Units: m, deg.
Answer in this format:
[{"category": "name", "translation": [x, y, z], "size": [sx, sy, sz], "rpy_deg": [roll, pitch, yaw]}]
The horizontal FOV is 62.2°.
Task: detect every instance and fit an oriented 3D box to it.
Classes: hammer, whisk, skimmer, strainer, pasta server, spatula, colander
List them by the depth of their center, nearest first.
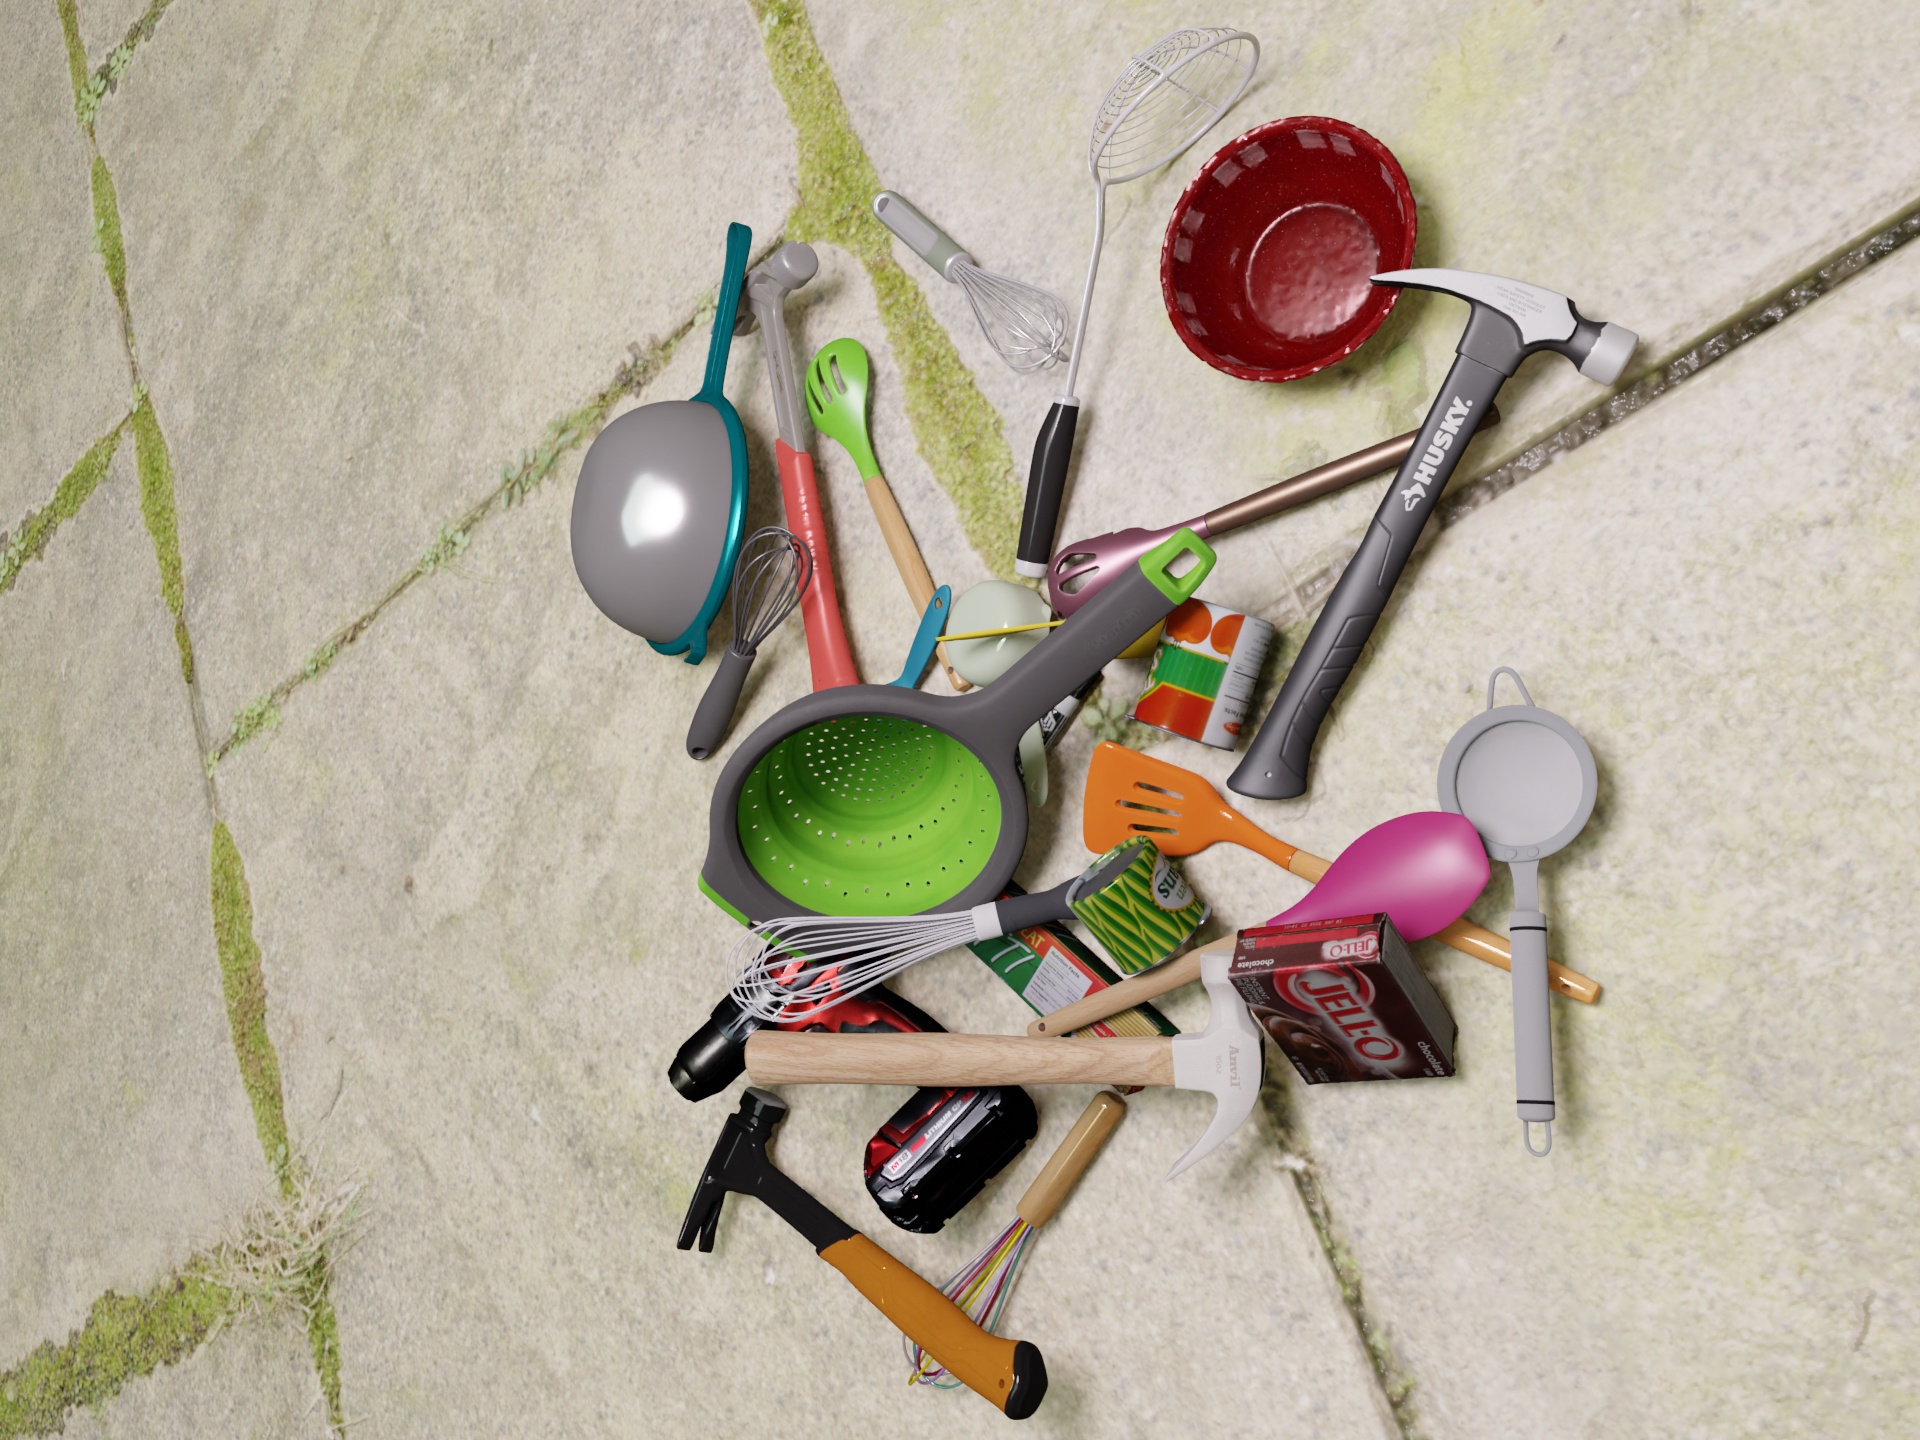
[{"category": "strainer", "translation": [0.304, 0.101, 0.855], "size": [0.087, 0.050, 0.258], "rpy_deg": [-8, 73, 37]}, {"category": "hammer", "translation": [0.242, -0.100, 0.929], "size": [0.146, 0.035, 0.334], "rpy_deg": [28, 106, 10]}, {"category": "spatula", "translation": [0.214, 0.096, 0.938], "size": [0.323, 0.041, 0.081], "rpy_deg": [24, 121, 35]}, {"category": "hammer", "translation": [0.020, 0.209, 0.969], "size": [0.331, 0.031, 0.130], "rpy_deg": [-5, 89, 21]}, {"category": "pasta server", "translation": [0.185, -0.132, 1.003], "size": [0.316, 0.040, 0.060], "rpy_deg": [-20, 72, 29]}, {"category": "colander", "translation": [-0.002, -0.003, 1.022], "size": [0.397, 0.204, 0.095], "rpy_deg": [-40, 27, 21]}, {"category": "whisk", "translation": [-0.013, 0.139, 1.028], "size": [0.284, 0.070, 0.070], "rpy_deg": [-14, 73, 2]}, {"category": "whisk", "translation": [0.034, 0.342, 1.035], "size": [0.051, 0.047, 0.245], "rpy_deg": [41, 104, 34]}, {"category": "skimmer", "translation": [0.109, -0.265, 1.045], "size": [0.090, 0.127, 0.363], "rpy_deg": [17, 105, 21]}, {"category": "hammer", "translation": [-0.070, 0.371, 1.067], "size": [0.337, 0.034, 0.127], "rpy_deg": [20, 84, 46]}, {"category": "whisk", "translation": [0.002, -0.324, 1.151], "size": [0.058, 0.059, 0.247], "rpy_deg": [-53, 52, 18]}, {"category": "whisk", "translation": [-0.168, -0.053, 1.204], "size": [0.055, 0.055, 0.238], "rpy_deg": [54, 134, 29]}, {"category": "hammer", "translation": [-0.126, -0.170, 1.215], "size": [0.149, 0.036, 0.359], "rpy_deg": [-24, 73, 57]}, {"category": "strainer", "translation": [-0.236, -0.222, 1.231], "size": [0.211, 0.095, 0.340], "rpy_deg": [29, 108, 57]}]

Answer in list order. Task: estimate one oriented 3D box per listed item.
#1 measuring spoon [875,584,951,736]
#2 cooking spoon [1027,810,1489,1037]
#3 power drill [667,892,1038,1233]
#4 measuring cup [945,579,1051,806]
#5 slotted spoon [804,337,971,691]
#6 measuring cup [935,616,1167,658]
[{"category": "measuring spoon", "translation": [-0.038, -0.042, 1.138], "size": [0.042, 0.021, 0.128], "rpy_deg": [44, 122, 35]}, {"category": "cooking spoon", "translation": [0.163, 0.135, 0.941], "size": [0.319, 0.017, 0.069], "rpy_deg": [-30, 63, 32]}, {"category": "power drill", "translation": [-0.079, 0.239, 1.075], "size": [0.188, 0.080, 0.227], "rpy_deg": [-42, 56, -8]}, {"category": "measuring cup", "translation": [0.029, -0.020, 1.073], "size": [0.083, 0.038, 0.168], "rpy_deg": [-35, 54, 39]}, {"category": "slotted spoon", "translation": [-0.054, -0.158, 1.181], "size": [0.070, 0.031, 0.314], "rpy_deg": [-38, 64, 33]}, {"category": "measuring cup", "translation": [0.061, -0.050, 1.036], "size": [0.156, 0.062, 0.029], "rpy_deg": [-5, 94, 12]}]
